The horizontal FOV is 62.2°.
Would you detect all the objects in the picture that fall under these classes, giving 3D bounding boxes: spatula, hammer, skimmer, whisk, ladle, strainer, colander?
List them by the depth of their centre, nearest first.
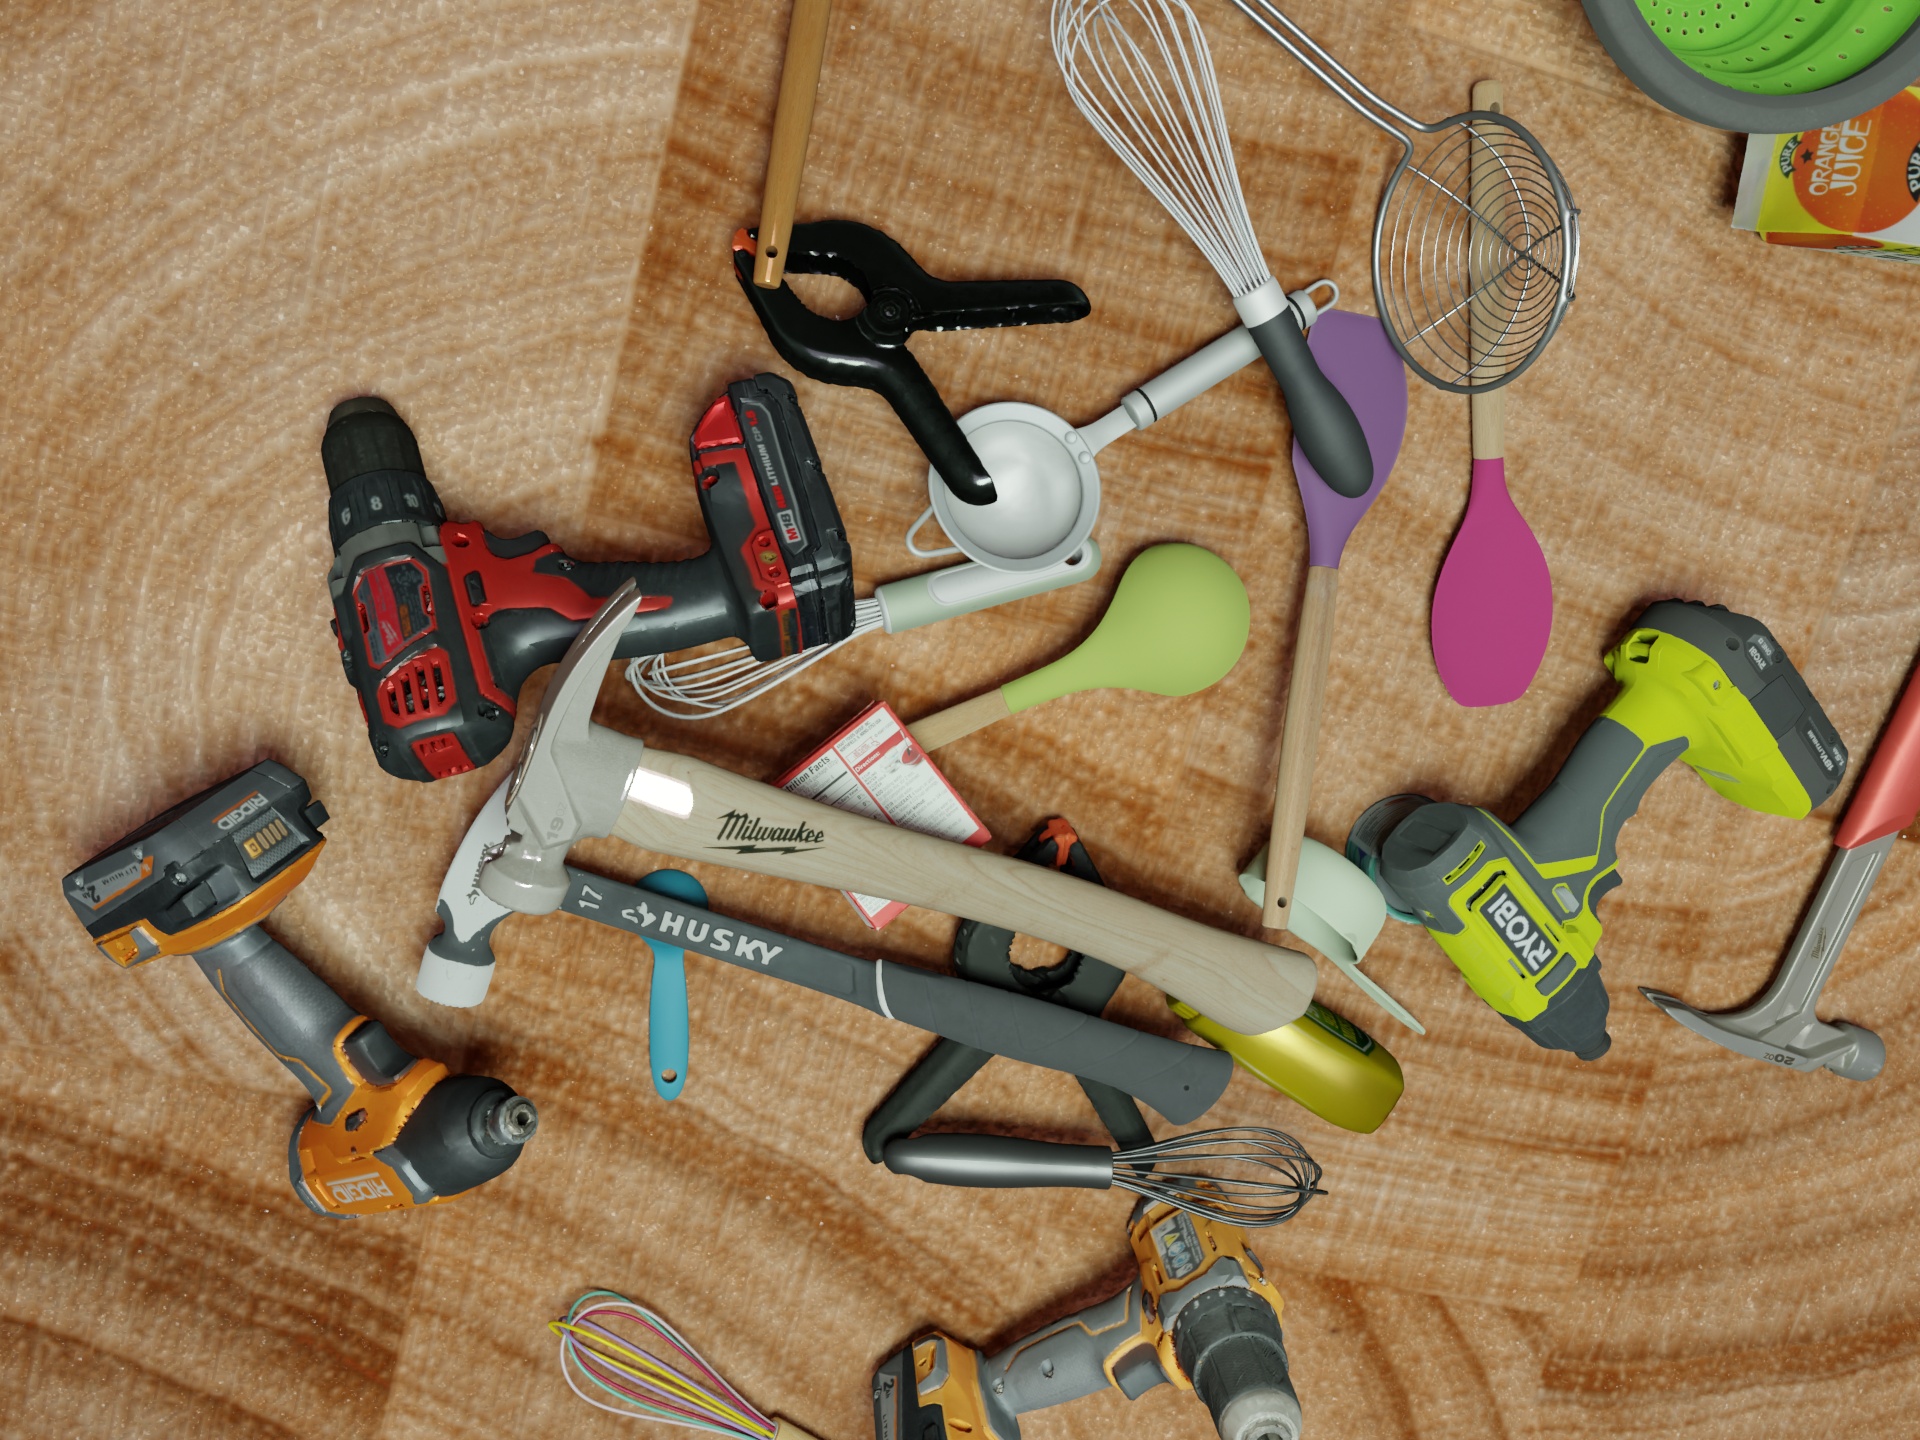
[{"bbox_3d":[-0.061,-0.357,0.711,0.081,0.041,0.322,9,94,-10],"label":"spatula"},{"bbox_3d":[0.140,-0.301,0.735,0.363,0.127,0.090,38,65,-8],"label":"skimmer"},{"bbox_3d":[0.002,0.066,0.736,0.410,0.038,0.146,19,103,-24],"label":"hammer"},{"bbox_3d":[0.287,-0.377,0.739,0.397,0.094,0.204,0,102,-6],"label":"colander"},{"bbox_3d":[0.126,-0.225,0.746,0.070,0.070,0.284,-33,108,1],"label":"whisk"},{"bbox_3d":[0.082,-0.148,0.791,0.258,0.050,0.087,-32,89,-5],"label":"strainer"},{"bbox_3d":[-0.046,-0.053,0.793,0.246,0.059,0.058,-16,77,-8],"label":"whisk"},{"bbox_3d":[-0.056,0.125,0.806,0.409,0.036,0.149,18,96,-6],"label":"hammer"},{"bbox_3d":[0.183,-0.051,0.806,0.059,0.018,0.316,9,87,-9],"label":"spatula"},{"bbox_3d":[-0.001,-0.003,0.818,0.320,0.062,0.078,-23,103,5],"label":"ladle"},{"bbox_3d":[0.078,0.239,0.846,0.239,0.055,0.055,4,102,-4],"label":"whisk"},{"bbox_3d":[-0.126,0.389,0.890,0.244,0.051,0.047,37,117,-18],"label":"whisk"},{"bbox_3d":[0.520,0.027,0.893,0.149,0.037,0.359,18,100,-12],"label":"hammer"}]

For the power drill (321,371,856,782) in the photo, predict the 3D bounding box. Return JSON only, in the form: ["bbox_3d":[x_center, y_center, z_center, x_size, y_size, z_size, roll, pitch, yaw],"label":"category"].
[{"bbox_3d":[-0.177,-0.087,0.729,0.226,0.080,0.188,-17,69,-9],"label":"power drill"}]

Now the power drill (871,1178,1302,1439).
[{"bbox_3d":[0.069,0.355,0.833,0.226,0.185,0.084,-33,107,4],"label":"power drill"}]

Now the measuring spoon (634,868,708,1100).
[{"bbox_3d":[-0.153,0.142,0.833,0.042,0.021,0.128,0,101,-8],"label":"measuring spoon"}]

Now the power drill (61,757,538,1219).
[{"bbox_3d":[-0.299,0.135,0.751,0.164,0.084,0.226,-19,108,36],"label":"power drill"}]

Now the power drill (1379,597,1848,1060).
[{"bbox_3d":[0.347,0.060,0.838,0.223,0.080,0.171,-44,109,-5],"label":"power drill"}]

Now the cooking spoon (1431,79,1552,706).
[{"bbox_3d":[0.274,-0.162,0.825,0.068,0.017,0.318,-7,104,-7],"label":"cooking spoon"}]

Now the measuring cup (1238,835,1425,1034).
[{"bbox_3d":[0.217,0.117,0.865,0.167,0.083,0.038,42,79,-31],"label":"measuring cup"}]
